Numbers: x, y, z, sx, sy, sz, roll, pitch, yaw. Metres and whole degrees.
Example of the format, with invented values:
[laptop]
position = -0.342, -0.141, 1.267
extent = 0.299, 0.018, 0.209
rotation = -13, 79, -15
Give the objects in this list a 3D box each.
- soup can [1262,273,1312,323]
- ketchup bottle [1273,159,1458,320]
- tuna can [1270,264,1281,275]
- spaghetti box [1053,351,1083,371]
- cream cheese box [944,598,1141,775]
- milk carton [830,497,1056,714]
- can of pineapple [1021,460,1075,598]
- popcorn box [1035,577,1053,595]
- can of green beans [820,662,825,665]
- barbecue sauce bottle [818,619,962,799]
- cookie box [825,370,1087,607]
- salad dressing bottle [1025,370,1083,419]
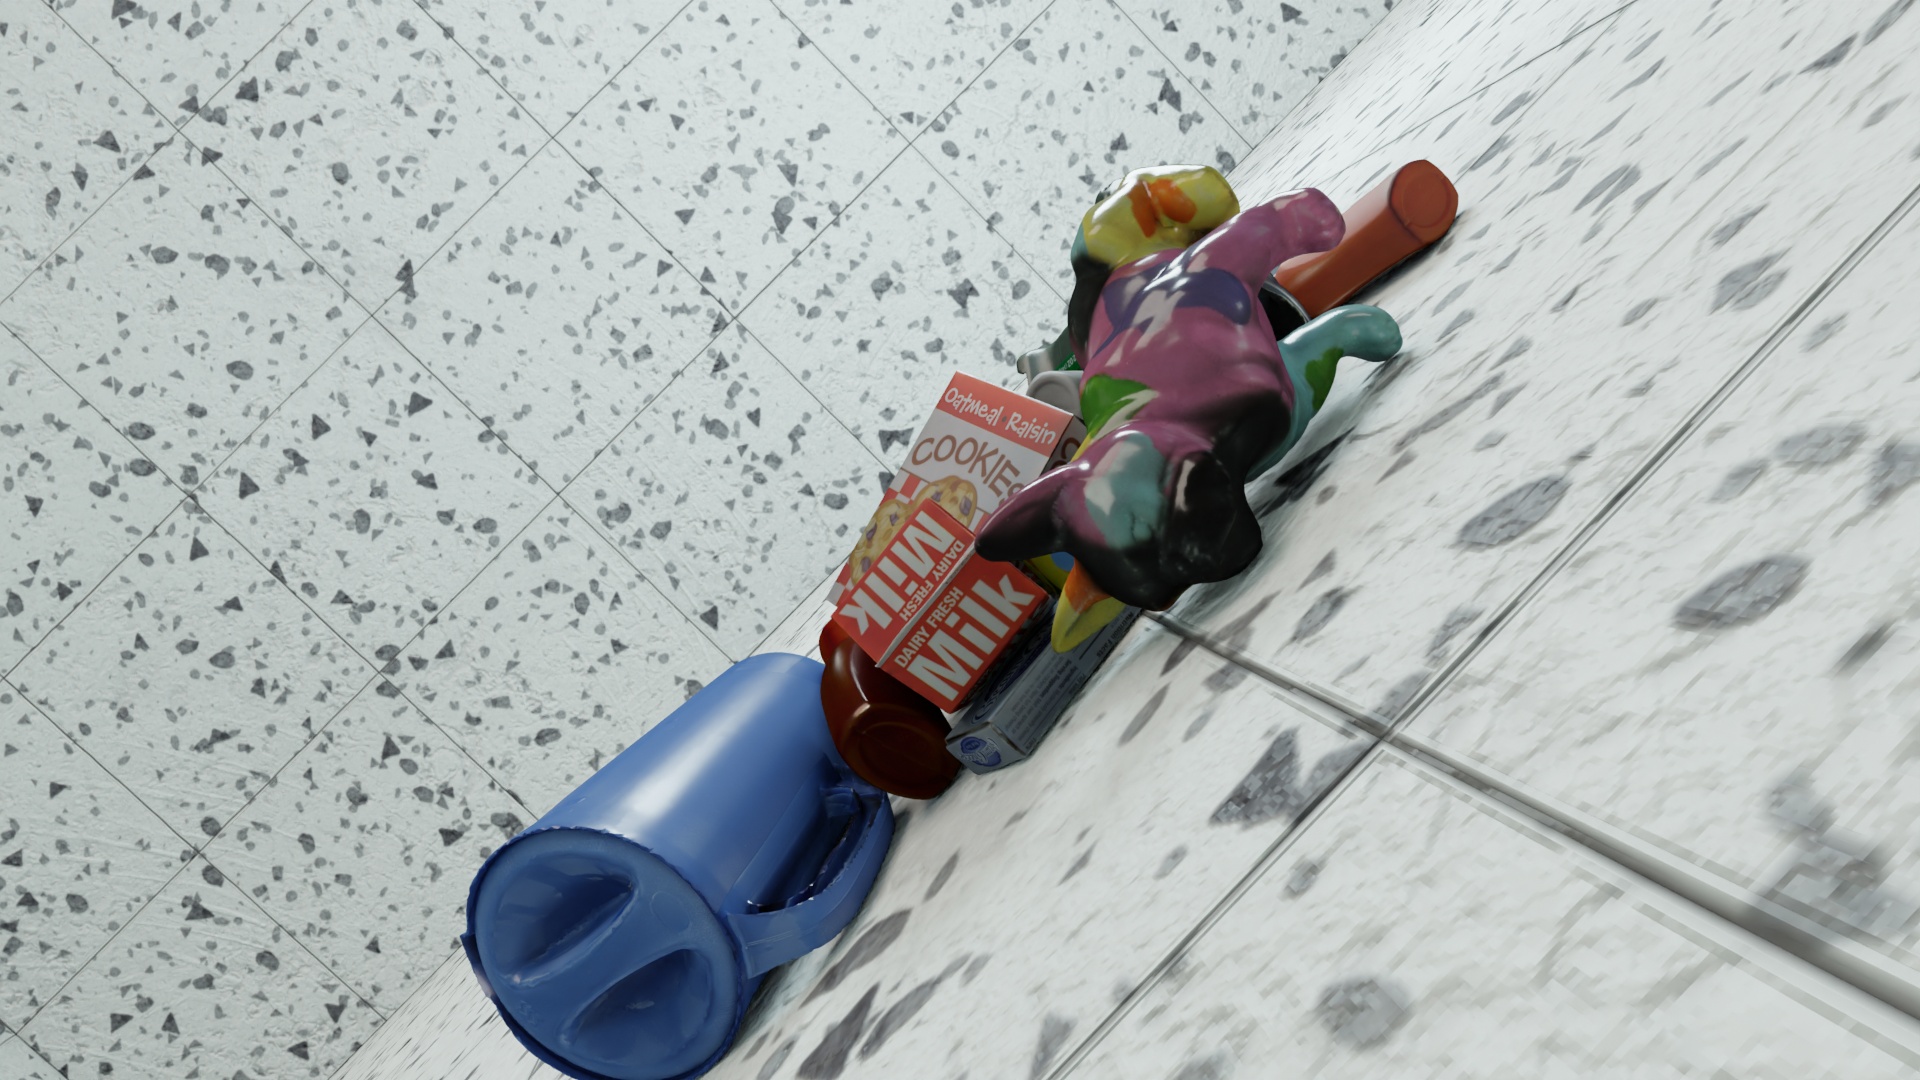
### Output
[soup can]
position = 0.146, -0.097, 0.763
extent = 0.083, 0.071, 0.072
rotation = -40, 8, 46
[ketchup bottle]
position = 0.221, -0.163, 0.818
extent = 0.065, 0.043, 0.148
rotation = -48, 6, -33
[tuna can]
position = 0.221, -0.187, 1.045
extent = 0.071, 0.033, 0.071
rotation = -45, 6, 6
[spaghetti box]
position = 0.122, -0.138, 0.982
extent = 0.029, 0.050, 0.249
rotation = 0, -24, -31
[cream cheese box]
position = 0.039, 0.059, 0.636
extent = 0.104, 0.024, 0.053
rotation = -48, 5, -28
[milk carton]
position = -0.005, 0.033, 0.674
extent = 0.072, 0.073, 0.190
rotation = -52, -7, 1
[can of pineapple]
position = 0.062, -0.003, 0.742
extent = 0.071, 0.058, 0.071
rotation = -45, 6, 6
[popcorn box]
position = 0.063, -0.008, 0.878
extent = 0.127, 0.038, 0.085
rotation = -45, 7, -4
[can of green beans]
position = -0.113, 0.129, 1.007
extent = 0.071, 0.071, 0.058
rotation = -42, 6, 32
[barbecue sauce bottle]
position = -0.044, 0.078, 0.718
extent = 0.043, 0.065, 0.149
rotation = -57, 21, 7
[cookie box]
position = 0.003, -0.010, 0.830
extent = 0.123, 0.040, 0.167
rotation = 29, 88, 51
[salad dressing bottle]
position = 0.100, -0.090, 0.915
extent = 0.064, 0.044, 0.148
rotation = 11, 12, 35
